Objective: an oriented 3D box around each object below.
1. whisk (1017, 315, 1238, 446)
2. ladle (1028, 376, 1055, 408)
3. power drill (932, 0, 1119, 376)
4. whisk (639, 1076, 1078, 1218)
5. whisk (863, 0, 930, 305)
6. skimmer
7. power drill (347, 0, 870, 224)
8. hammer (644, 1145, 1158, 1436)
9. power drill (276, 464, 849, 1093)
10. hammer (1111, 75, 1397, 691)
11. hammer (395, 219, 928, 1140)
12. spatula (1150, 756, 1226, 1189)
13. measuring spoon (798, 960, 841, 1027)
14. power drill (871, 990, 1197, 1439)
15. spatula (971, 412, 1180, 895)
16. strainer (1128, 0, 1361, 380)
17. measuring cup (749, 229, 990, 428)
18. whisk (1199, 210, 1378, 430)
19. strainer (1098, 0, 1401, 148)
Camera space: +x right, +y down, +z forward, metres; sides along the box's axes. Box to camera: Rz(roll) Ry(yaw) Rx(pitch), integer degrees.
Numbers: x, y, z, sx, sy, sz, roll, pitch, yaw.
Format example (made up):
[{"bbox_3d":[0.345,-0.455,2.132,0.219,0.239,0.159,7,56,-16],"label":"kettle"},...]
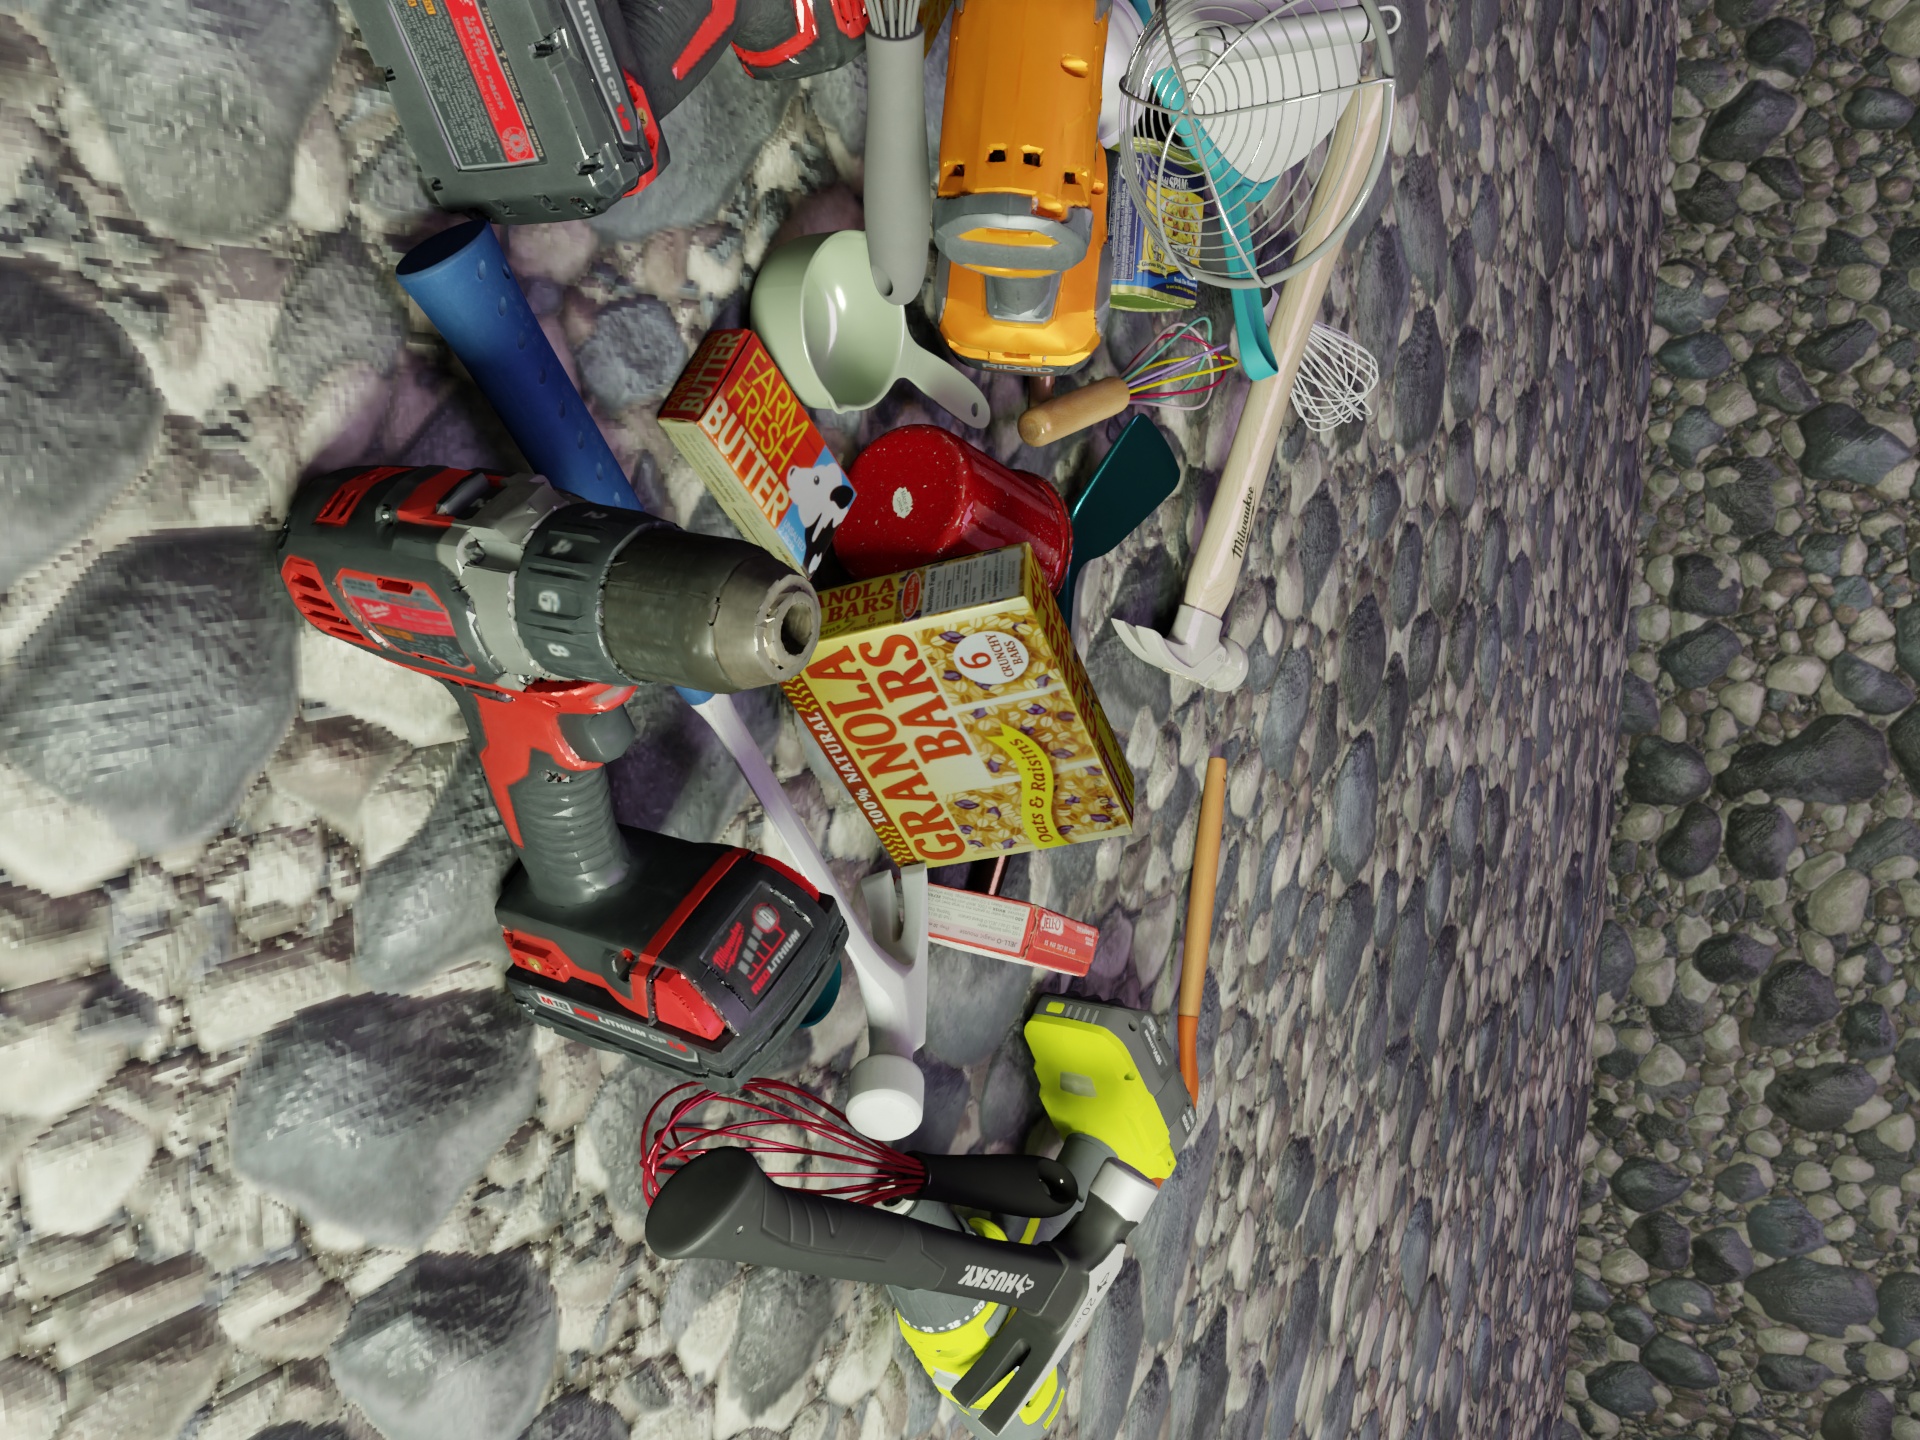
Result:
[{"bbox_3d":[0.102,-0.195,0.926,0.245,0.047,0.051,-34,154,-52],"label":"whisk"},{"bbox_3d":[0.057,-0.323,0.839,0.078,0.062,0.320,-34,127,-63],"label":"ladle"},{"bbox_3d":[0.031,-0.253,0.698,0.226,0.084,0.164,53,43,-85],"label":"power drill"},{"bbox_3d":[-0.036,0.214,0.748,0.295,0.073,0.073,22,77,-46],"label":"whisk"},{"bbox_3d":[-0.028,-0.264,0.609,0.055,0.055,0.238,-55,158,-37],"label":"whisk"},{"bbox_3d":[0.117,-0.316,0.710,0.364,0.090,0.127,-84,-161,-50],"label":"skimmer"},{"bbox_3d":[-0.111,-0.277,0.562,0.220,0.078,0.143,-55,140,-42],"label":"power drill"},{"bbox_3d":[-0.022,0.242,0.707,0.146,0.035,0.334,-58,142,-4],"label":"hammer"},{"bbox_3d":[-0.107,0.020,0.523,0.080,0.188,0.226,-53,142,-38],"label":"power drill"},{"bbox_3d":[0.203,-0.227,1.046,0.146,0.038,0.410,17,91,-56],"label":"hammer"},{"bbox_3d":[-0.098,-0.009,0.640,0.144,0.035,0.405,-86,156,-52],"label":"hammer"},{"bbox_3d":[0.156,0.184,1.128,0.081,0.041,0.323,25,71,-57],"label":"spatula"},{"bbox_3d":[-0.103,0.107,0.708,0.128,0.021,0.042,27,74,-47],"label":"measuring spoon"},{"bbox_3d":[0.040,0.266,0.906,0.228,0.080,0.190,-51,130,-37],"label":"power drill"},{"bbox_3d":[0.057,-0.021,0.909,0.082,0.044,0.318,40,63,-58],"label":"spatula"},{"bbox_3d":[0.179,-0.357,0.896,0.210,0.095,0.341,20,60,-53],"label":"strainer"},{"bbox_3d":[-0.038,-0.167,0.734,0.167,0.038,0.083,19,80,-60],"label":"measuring cup"},{"bbox_3d":[0.225,-0.279,1.123,0.284,0.070,0.070,25,74,-52],"label":"whisk"},{"bbox_3d":[0.121,-0.345,0.813,0.258,0.050,0.086,-17,108,-19],"label":"strainer"}]
